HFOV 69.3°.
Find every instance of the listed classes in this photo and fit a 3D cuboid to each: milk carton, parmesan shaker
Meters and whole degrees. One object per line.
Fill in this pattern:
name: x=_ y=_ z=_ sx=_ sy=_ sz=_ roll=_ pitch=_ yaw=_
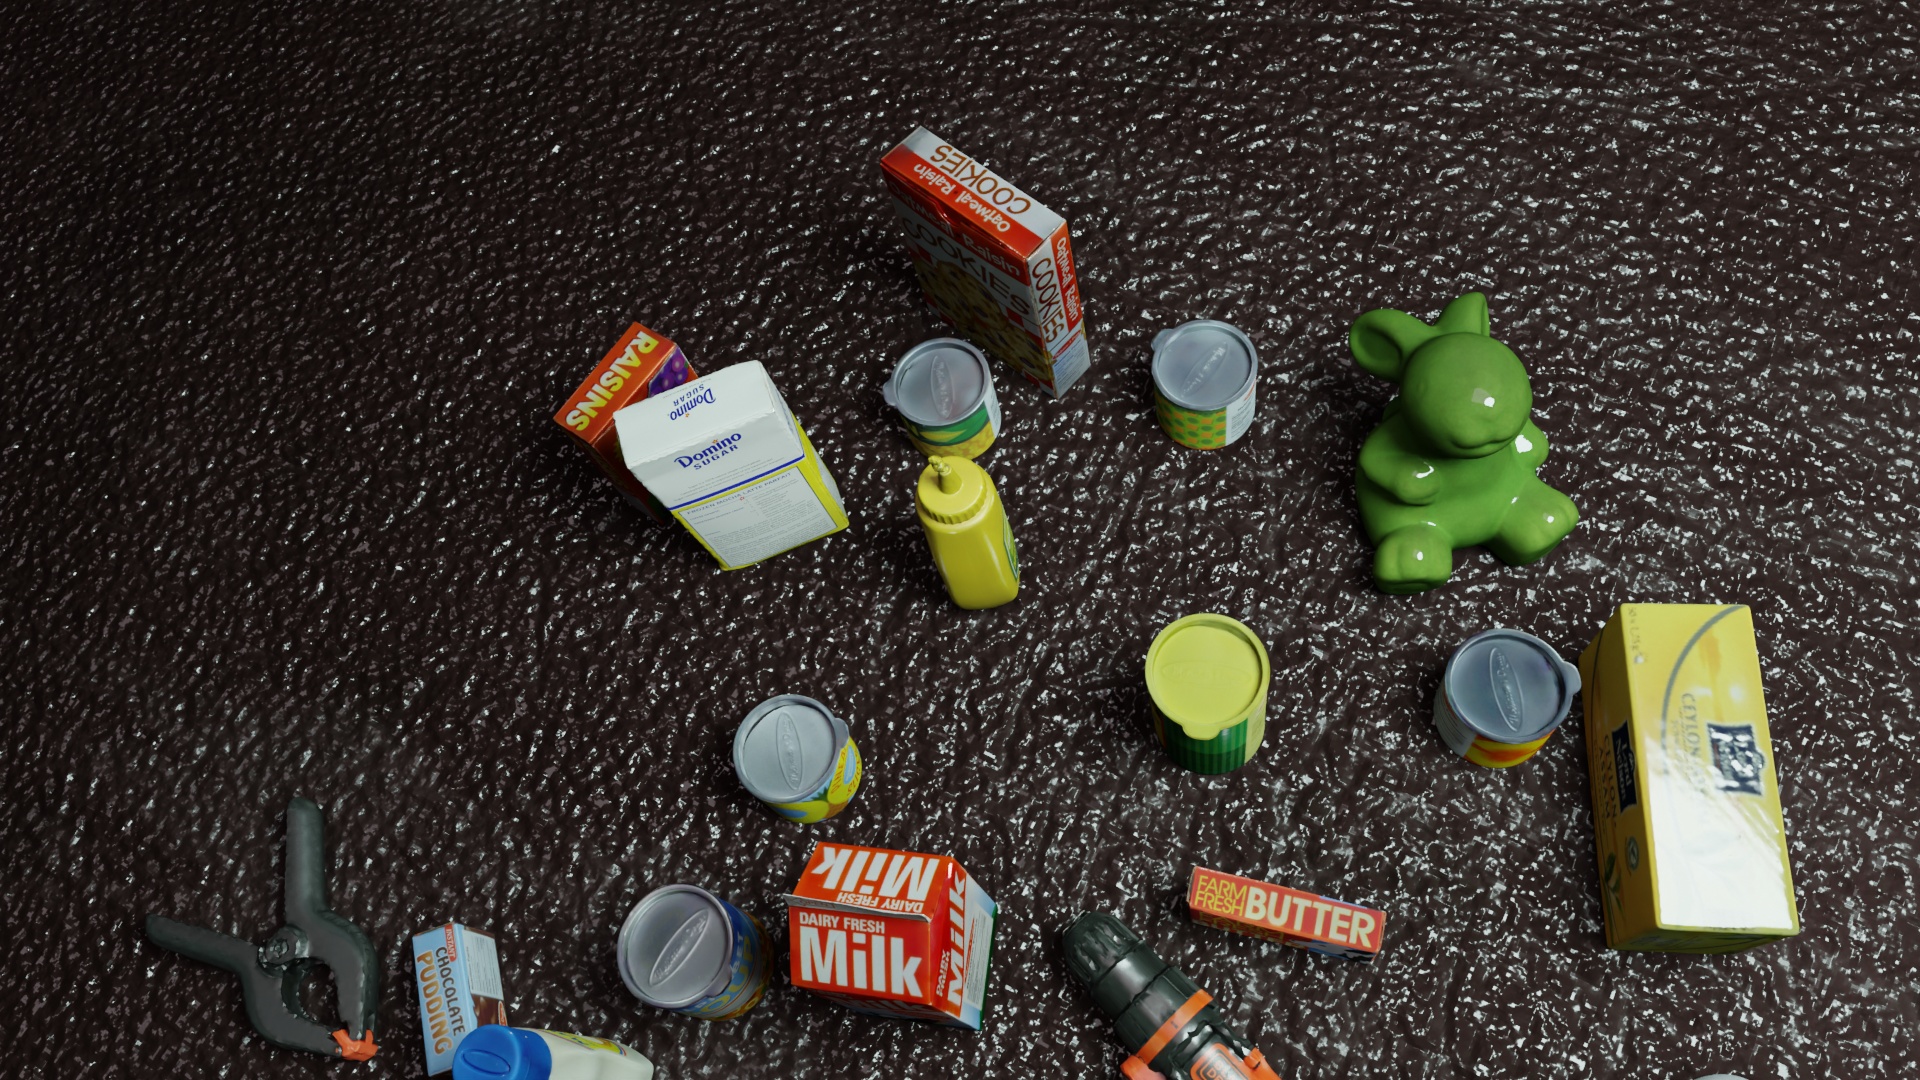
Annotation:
milk carton: x=-0.033 y=0.206 z=0.723 sx=0.072 sy=0.190 sz=0.074 roll=4 pitch=67 yaw=12
parmesan shaker: x=0.140 y=0.093 z=0.791 sx=0.071 sy=0.102 sz=0.071 roll=-4 pitch=65 yaw=9

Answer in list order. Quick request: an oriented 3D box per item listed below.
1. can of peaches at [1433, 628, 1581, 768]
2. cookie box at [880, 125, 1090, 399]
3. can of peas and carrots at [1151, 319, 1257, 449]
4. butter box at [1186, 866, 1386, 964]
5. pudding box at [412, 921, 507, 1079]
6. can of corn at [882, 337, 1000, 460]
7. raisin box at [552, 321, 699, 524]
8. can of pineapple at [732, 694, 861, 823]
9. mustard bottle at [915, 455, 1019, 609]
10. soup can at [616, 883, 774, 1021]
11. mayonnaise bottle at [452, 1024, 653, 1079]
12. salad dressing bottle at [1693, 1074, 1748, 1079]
can of peaches: x=0.308 y=0.090 z=0.787 sx=0.071 sy=0.058 sz=0.071 roll=-4 pitch=65 yaw=9
cookie box: x=0.019 y=-0.175 z=0.901 sx=0.123 sy=0.167 sz=0.040 roll=38 pitch=78 yaw=23
can of peas and carrots: x=0.156 y=-0.101 z=0.902 sx=0.071 sy=0.058 sz=0.071 roll=-4 pitch=65 yaw=9
butter box: x=0.177 y=0.206 z=0.761 sx=0.103 sy=0.053 sz=0.024 roll=10 pitch=69 yaw=15
pudding box: x=-0.293 y=0.272 z=0.818 sx=0.030 sy=0.049 sz=0.084 roll=-20 pitch=64 yaw=1
can of corn: x=-0.011 y=-0.092 z=0.928 sx=0.071 sy=0.058 sz=0.071 roll=-4 pitch=65 yaw=9
raisin box: x=-0.206 y=-0.075 z=0.920 sx=0.040 sy=0.123 sz=0.086 roll=31 pitch=75 yaw=21
can of pineapple: x=-0.096 y=0.133 z=0.841 sx=0.071 sy=0.057 sz=0.071 roll=-4 pitch=65 yaw=9
mustard bottle: x=0.003 y=-0.010 z=0.832 sx=0.049 sy=0.159 sz=0.065 roll=-12 pitch=65 yaw=5
soup can: x=-0.146 y=0.237 z=0.788 sx=0.071 sy=0.083 sz=0.071 roll=-4 pitch=65 yaw=9
mayonnaise bottle: x=-0.219 y=0.284 z=0.744 sx=0.065 sy=0.147 sz=0.041 roll=11 pitch=69 yaw=15
salad dressing bottle: x=0.369 y=0.279 z=0.640 sx=0.044 sy=0.147 sz=0.064 roll=-14 pitch=64 yaw=4
